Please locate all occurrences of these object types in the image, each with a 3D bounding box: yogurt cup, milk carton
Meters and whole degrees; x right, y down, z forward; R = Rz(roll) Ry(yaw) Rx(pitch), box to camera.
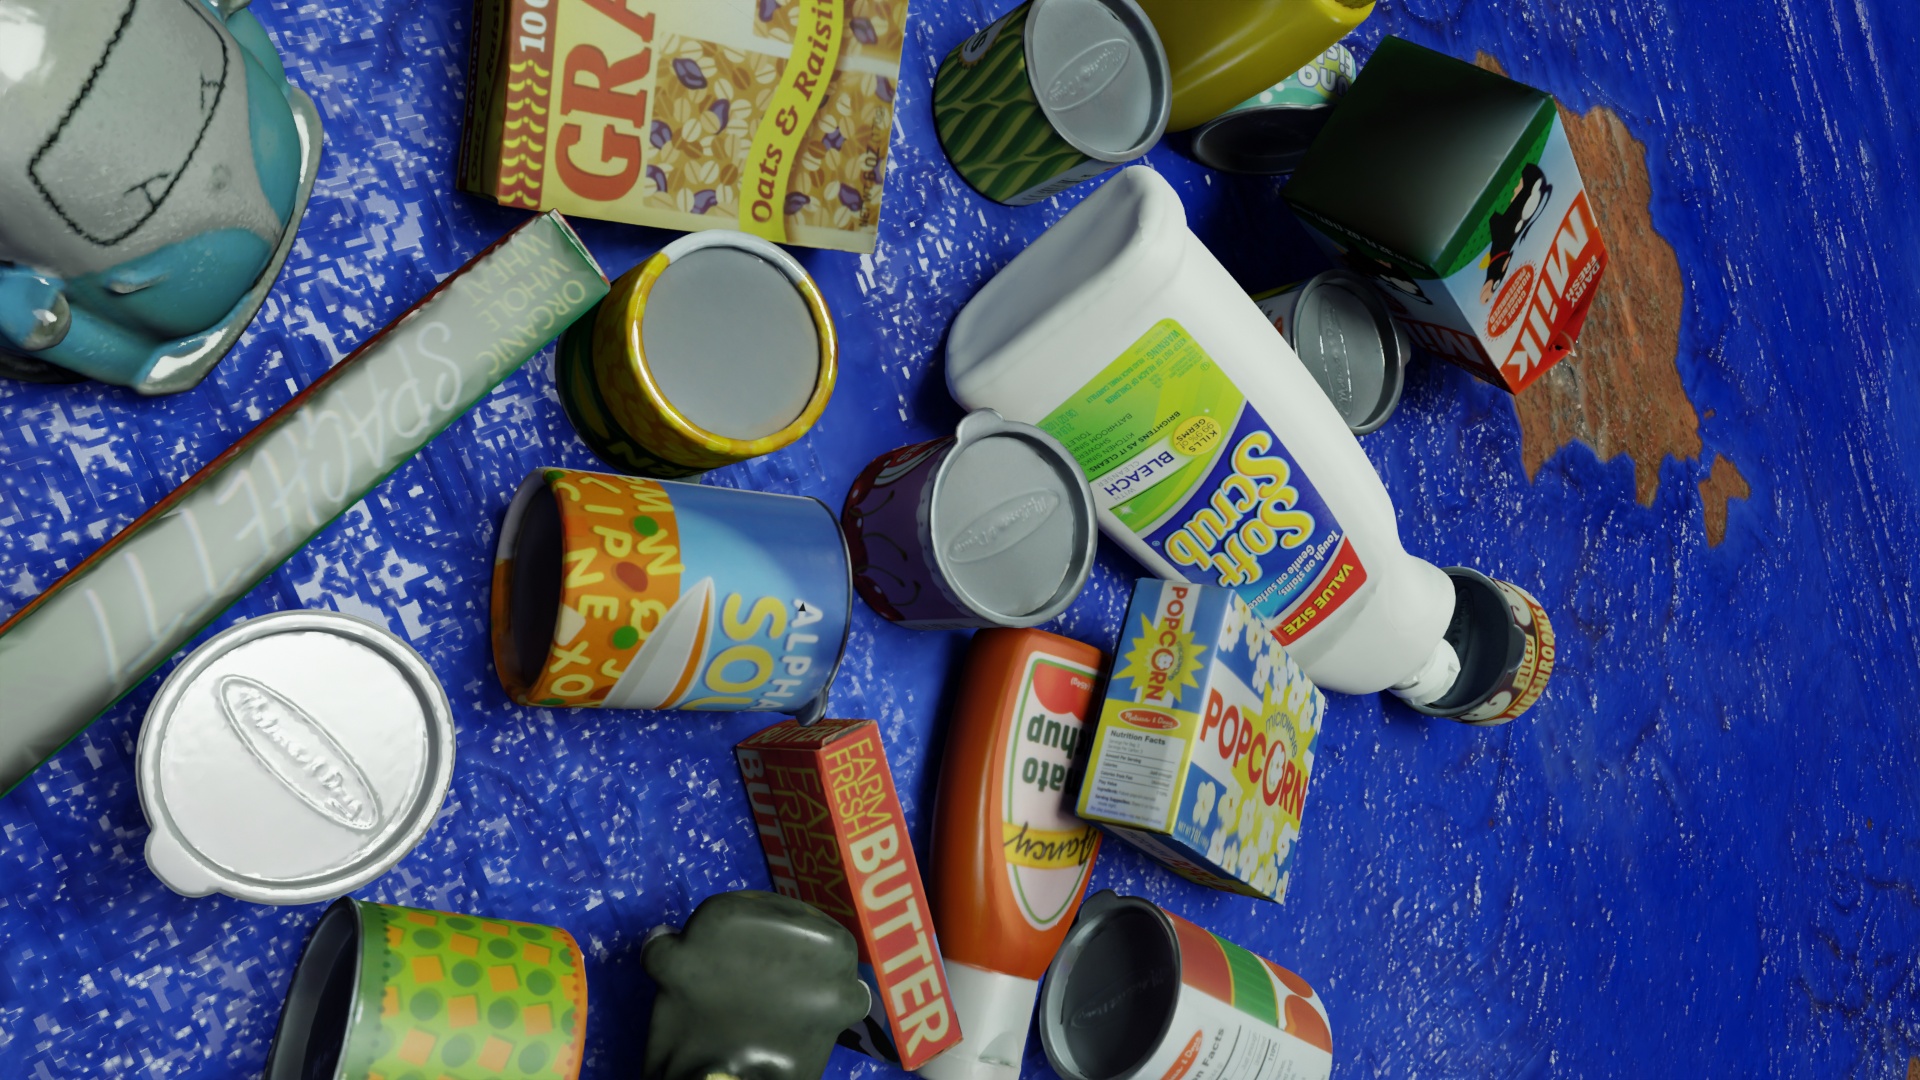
[{"bbox_3d":[-0.166,0.052,0.342,0.072,0.054,0.072,4,83,-35],"label":"yogurt cup"},{"bbox_3d":[0.210,-0.121,0.577,0.073,0.072,0.190,-57,147,7],"label":"milk carton"}]

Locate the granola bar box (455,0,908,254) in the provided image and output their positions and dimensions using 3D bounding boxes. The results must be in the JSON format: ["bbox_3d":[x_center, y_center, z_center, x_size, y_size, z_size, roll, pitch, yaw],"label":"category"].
[{"bbox_3d":[-0.075,-0.175,0.407,0.124,0.039,0.165,-1,106,-36],"label":"granola bar box"}]

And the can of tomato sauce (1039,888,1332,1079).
[{"bbox_3d":[0.080,0.171,0.495,0.083,0.071,0.071,32,68,-29],"label":"can of tomato sauce"}]

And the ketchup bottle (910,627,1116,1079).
[{"bbox_3d":[0.017,0.107,0.470,0.064,0.043,0.149,24,72,-34],"label":"ketchup bottle"}]

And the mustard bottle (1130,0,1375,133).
[{"bbox_3d":[0.106,-0.193,0.494,0.049,0.160,0.065,-6,90,-37],"label":"mustard bottle"}]

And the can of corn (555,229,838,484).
[{"bbox_3d":[-0.078,-0.051,0.412,0.071,0.058,0.071,4,83,-34],"label":"can of corn"}]

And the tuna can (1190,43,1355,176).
[{"bbox_3d":[0.128,-0.176,0.562,0.071,0.071,0.033,8,80,-34],"label":"tuna can"}]

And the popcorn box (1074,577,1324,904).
[{"bbox_3d":[0.090,0.075,0.499,0.126,0.038,0.085,40,61,-53],"label":"popcorn box"}]

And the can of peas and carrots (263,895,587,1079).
[{"bbox_3d":[-0.133,0.128,0.347,0.059,0.071,0.071,19,74,-32],"label":"can of peas and carrots"}]

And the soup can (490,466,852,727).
[{"bbox_3d":[-0.082,0.018,0.395,0.084,0.071,0.071,6,82,-34],"label":"soup can"}]

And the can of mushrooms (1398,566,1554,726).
[{"bbox_3d":[0.222,0.047,0.603,0.033,0.071,0.071,16,76,-34],"label":"can of mushrooms"}]

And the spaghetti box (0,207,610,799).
[{"bbox_3d":[-0.186,0.003,0.336,0.251,0.050,0.028,-49,114,-28],"label":"spaghetti box"}]

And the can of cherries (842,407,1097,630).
[{"bbox_3d":[0.002,-0.006,0.463,0.071,0.058,0.071,4,83,-34],"label":"can of cherries"}]

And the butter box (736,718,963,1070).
[{"bbox_3d":[-0.035,0.107,0.428,0.024,0.053,0.103,-18,95,-37],"label":"butter box"}]

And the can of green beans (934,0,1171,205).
[{"bbox_3d":[0.032,-0.161,0.501,0.071,0.057,0.071,4,83,-35],"label":"can of green beans"}]

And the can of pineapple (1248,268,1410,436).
[{"bbox_3d":[0.137,-0.071,0.565,0.071,0.058,0.071,4,83,-35],"label":"can of pineapple"}]
